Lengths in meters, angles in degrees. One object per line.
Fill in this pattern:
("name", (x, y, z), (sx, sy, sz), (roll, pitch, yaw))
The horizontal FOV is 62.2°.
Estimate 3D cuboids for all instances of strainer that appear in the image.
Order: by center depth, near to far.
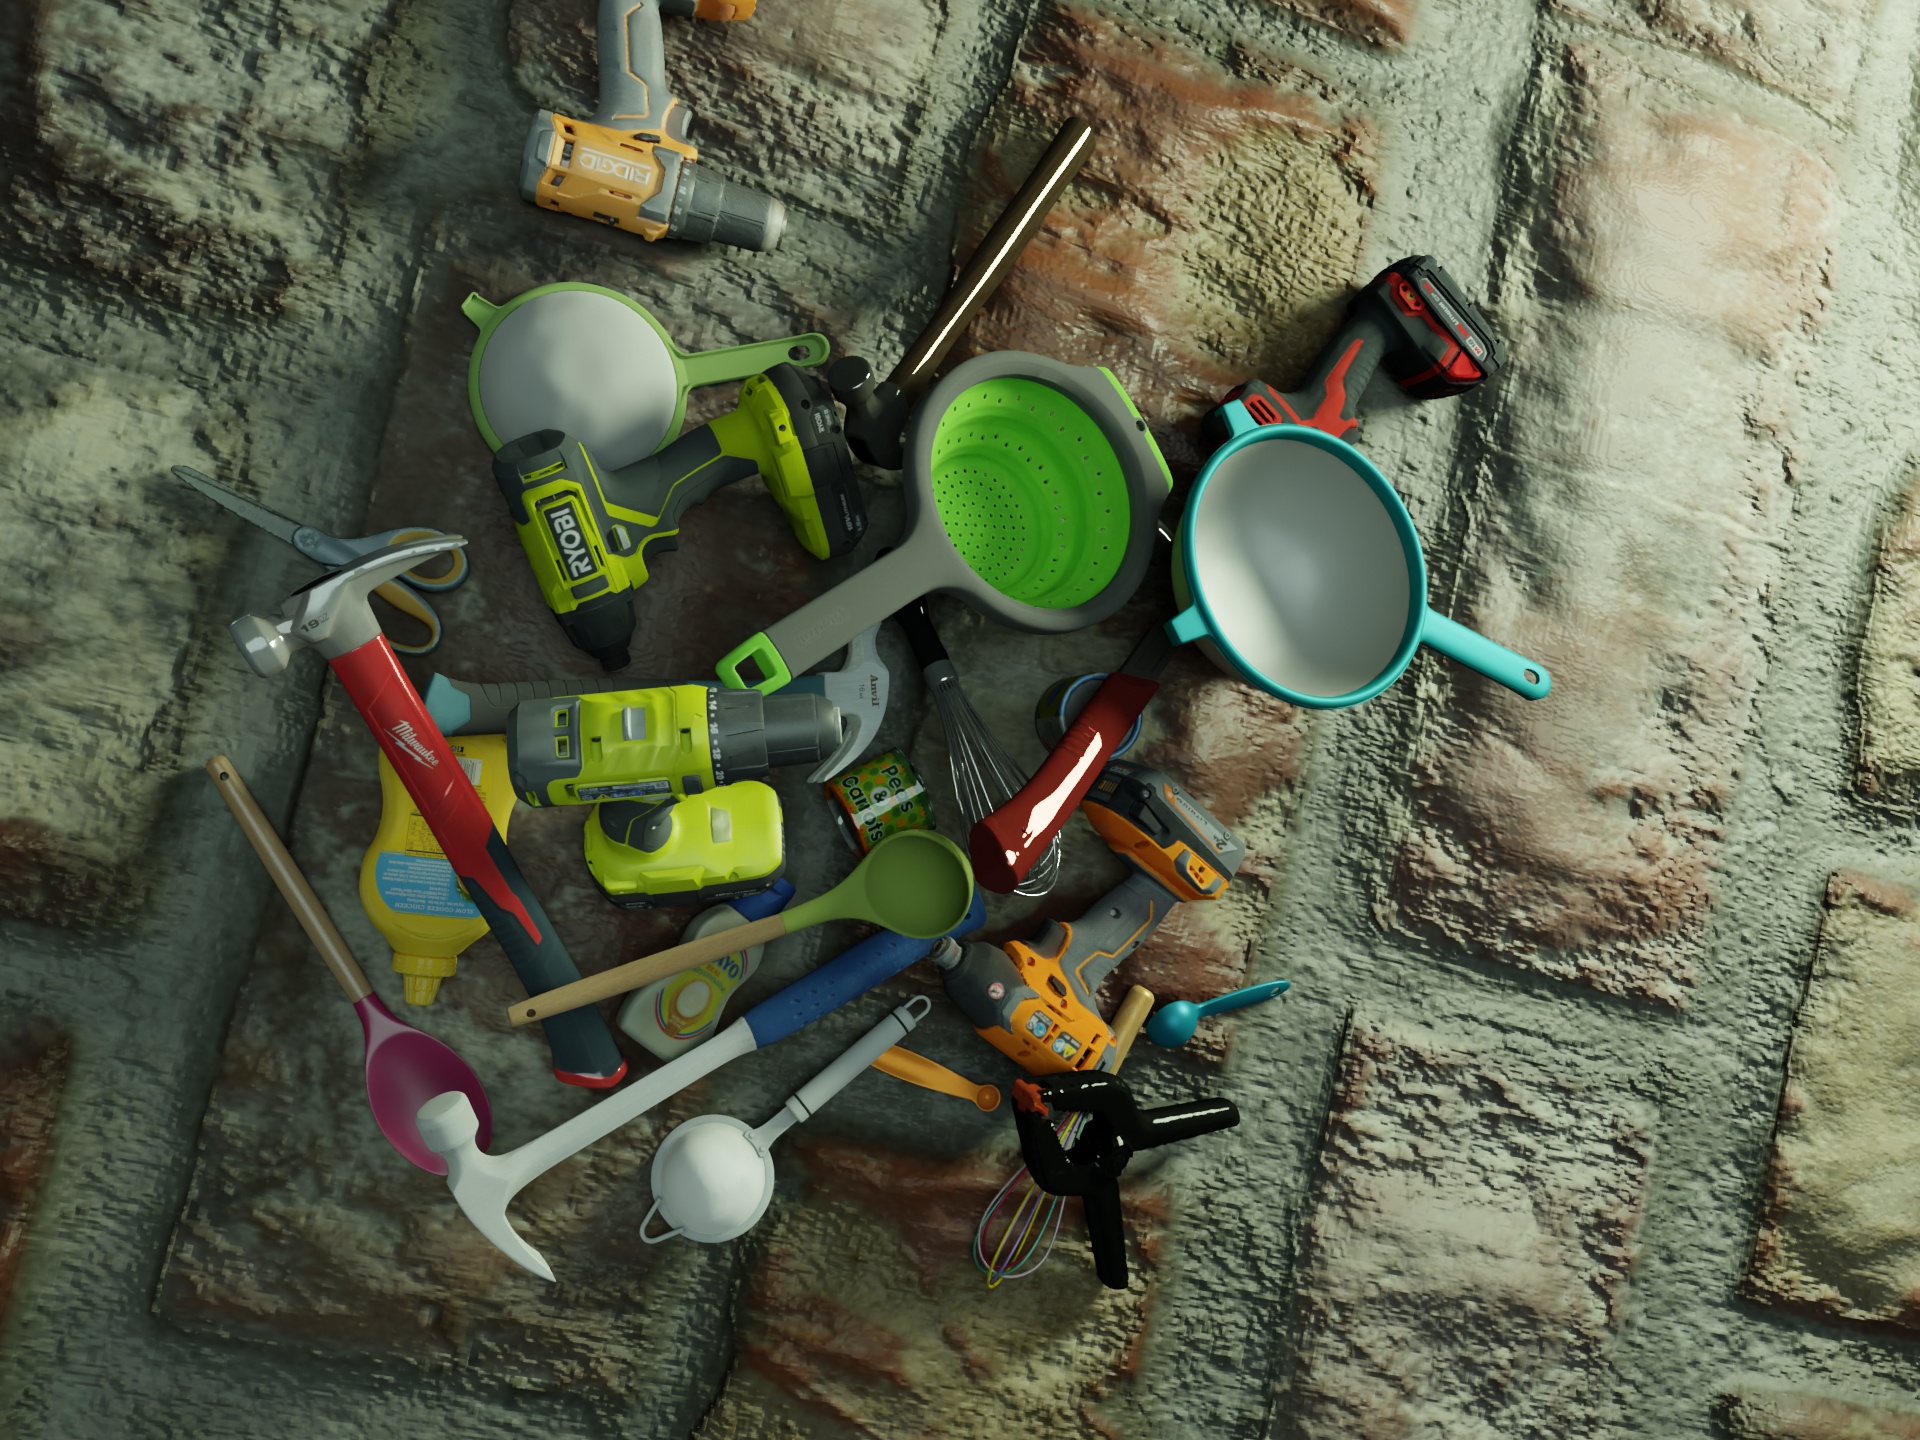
("strainer", (-0.212, -0.246, 1.108), (0.256, 0.069, 0.151), (-13, 91, -14))
("strainer", (-0.122, 0.278, 1.121), (0.258, 0.050, 0.087), (-38, 81, -16))
("strainer", (0.286, -0.080, 1.191), (0.340, 0.095, 0.211), (23, 70, -21))

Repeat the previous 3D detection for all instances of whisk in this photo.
("whisk", (-0.001, -0.004, 1.128), (0.070, 0.070, 0.285), (-18, 70, -15))
("whisk", (0.079, 0.307, 1.181), (0.047, 0.051, 0.245), (41, 72, -34))

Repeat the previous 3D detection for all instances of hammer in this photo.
("hammer", (-0.296, 0.073, 1.015), (0.143, 0.038, 0.386), (-30, 115, -16))
("hammer", (-0.202, -0.015, 1.086), (0.331, 0.033, 0.128), (-3, 88, -28))
("hammer", (-0.152, 0.224, 1.088), (0.405, 0.035, 0.144), (-28, 111, -24))
("hammer", (0.113, 0.000, 1.119), (0.149, 0.036, 0.359), (46, 48, -7))
("hammer", (0.012, -0.318, 1.166), (0.031, 0.129, 0.331), (22, 67, 24))

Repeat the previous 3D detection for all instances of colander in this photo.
("colander", (-0.023, -0.113, 1.104), (0.397, 0.094, 0.204), (-36, 98, -32))

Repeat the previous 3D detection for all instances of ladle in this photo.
("ladle", (-0.141, 0.147, 1.060), (0.320, 0.062, 0.078), (-17, 100, -19))

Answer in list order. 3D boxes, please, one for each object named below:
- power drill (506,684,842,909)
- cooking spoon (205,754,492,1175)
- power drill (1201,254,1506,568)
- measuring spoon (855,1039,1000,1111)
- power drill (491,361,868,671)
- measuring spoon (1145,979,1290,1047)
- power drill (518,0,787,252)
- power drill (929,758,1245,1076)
("power drill", (-0.169, 0.044, 1.008), (0.190, 0.228, 0.080), (-5, 66, -6))
("cooking spoon", (-0.411, 0.162, 1.060), (0.069, 0.017, 0.319), (-31, 96, -15))
("power drill", (0.321, -0.232, 1.253), (0.227, 0.080, 0.188), (-43, 98, -10))
("measuring spoon", (-0.025, 0.259, 1.167), (0.117, 0.011, 0.021), (24, 80, -9))
("power drill", (-0.186, -0.141, 1.093), (0.223, 0.080, 0.171), (-24, 123, -14))
("measuring spoon", (0.202, 0.224, 1.216), (0.128, 0.021, 0.042), (-13, 133, -20))
("power drill", (-0.196, -0.449, 1.120), (0.185, 0.084, 0.226), (13, 88, -15))
("power drill", (0.088, 0.141, 1.155), (0.164, 0.084, 0.226), (40, 80, -24))
